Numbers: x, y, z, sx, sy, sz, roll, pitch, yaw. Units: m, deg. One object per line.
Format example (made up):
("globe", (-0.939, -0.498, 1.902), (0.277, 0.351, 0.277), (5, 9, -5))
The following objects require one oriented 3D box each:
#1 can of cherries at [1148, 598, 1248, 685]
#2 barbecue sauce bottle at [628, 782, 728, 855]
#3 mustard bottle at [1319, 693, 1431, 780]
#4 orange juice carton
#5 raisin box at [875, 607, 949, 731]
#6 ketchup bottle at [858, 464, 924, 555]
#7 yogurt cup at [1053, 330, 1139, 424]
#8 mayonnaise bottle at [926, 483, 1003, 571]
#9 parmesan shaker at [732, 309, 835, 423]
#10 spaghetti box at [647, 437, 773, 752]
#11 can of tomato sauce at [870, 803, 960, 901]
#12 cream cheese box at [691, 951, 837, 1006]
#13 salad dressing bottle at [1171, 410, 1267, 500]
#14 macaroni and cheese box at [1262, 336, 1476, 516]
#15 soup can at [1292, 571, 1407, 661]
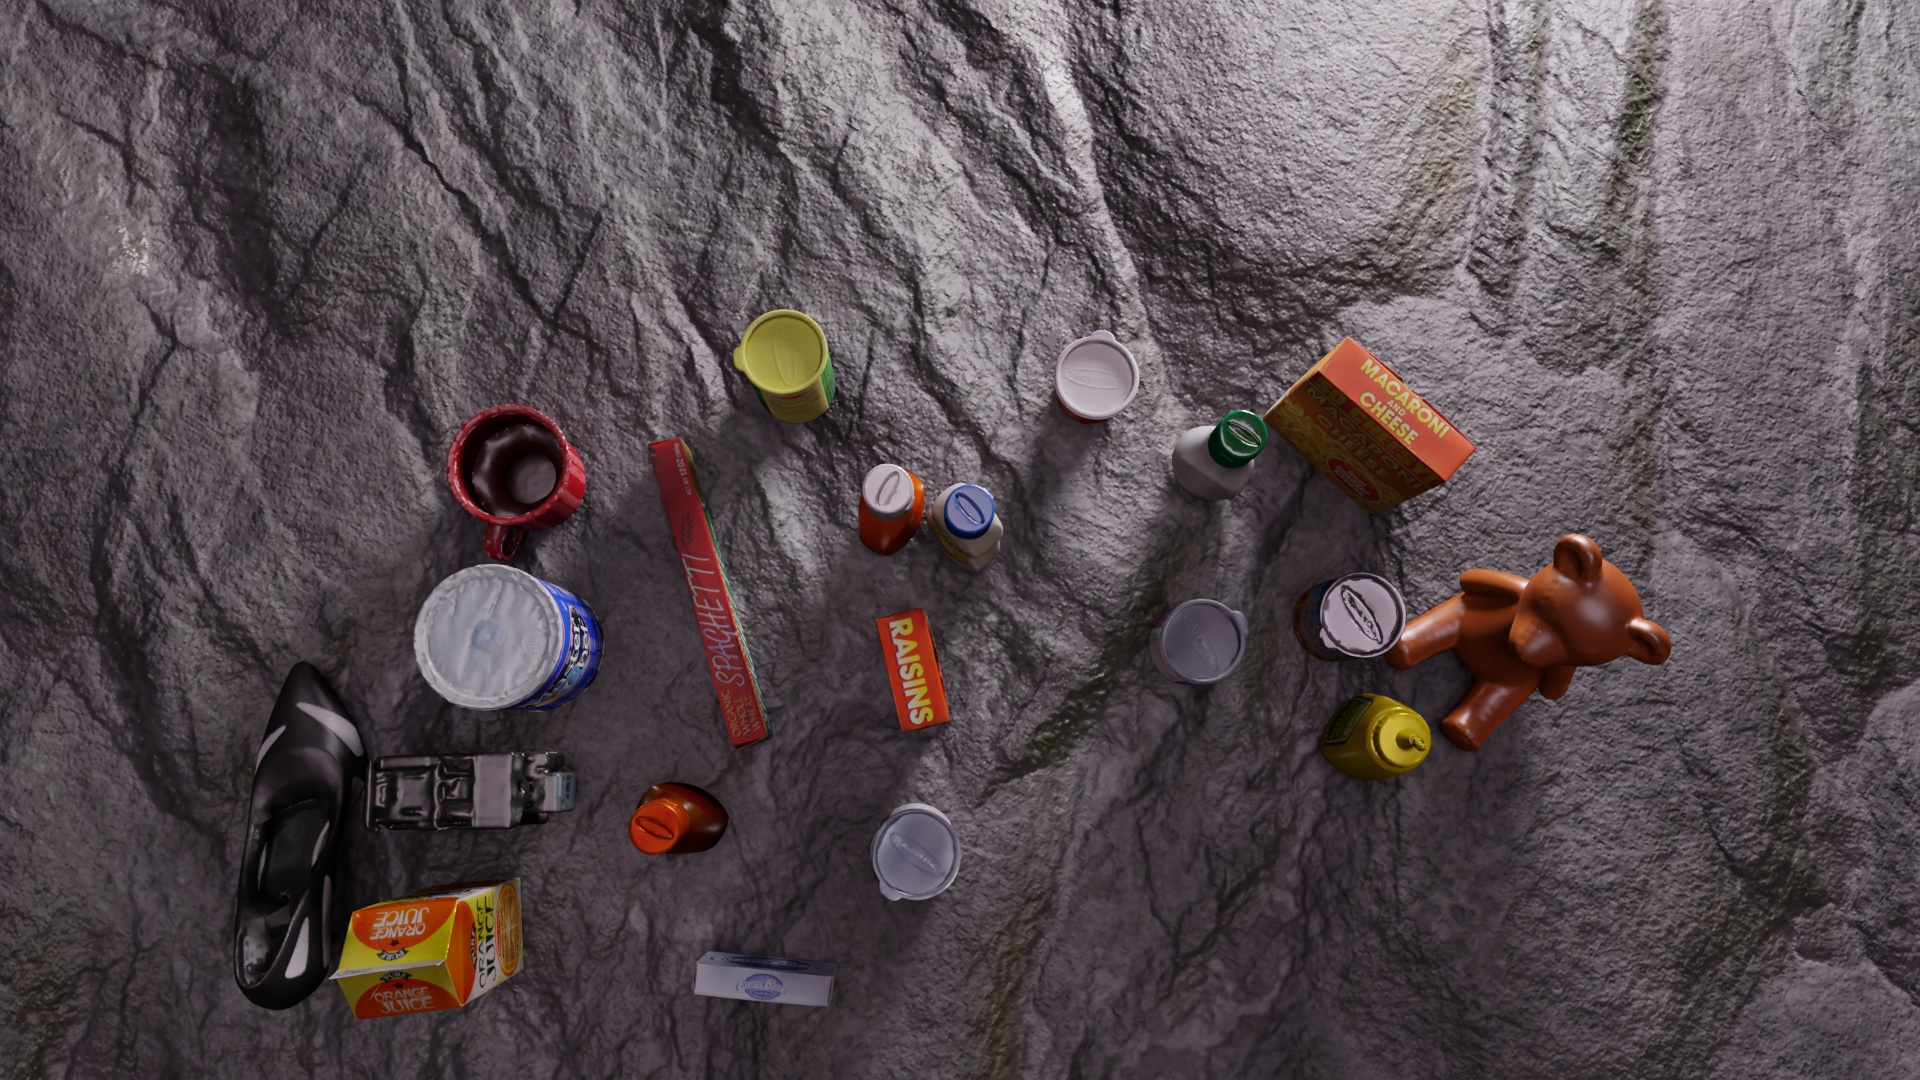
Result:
("can of cherries", (0.188, 0.080, 1.096), (0.071, 0.058, 0.071), (0, 82, -2))
("barbecue sauce bottle", (-0.211, 0.205, 1.019), (0.065, 0.148, 0.044), (27, 82, 2))
("mustard bottle", (0.317, 0.147, 1.040), (0.049, 0.160, 0.065), (35, 83, 3))
("orange juice carton", (-0.371, 0.287, 0.980), (0.072, 0.192, 0.073), (-5, 83, -2))
("raisin box", (-0.036, 0.100, 1.053), (0.040, 0.123, 0.086), (-12, 83, -3))
("ketchup bottle", (-0.053, -0.027, 1.058), (0.043, 0.148, 0.065), (30, 82, 2))
("yogurt cup", (0.107, -0.126, 1.126), (0.072, 0.054, 0.072), (0, 82, -2))
("mayonnaise bottle", (0.004, -0.013, 1.059), (0.041, 0.148, 0.065), (-41, 85, -6))
("parmesan shaker", (-0.137, -0.135, 1.094), (0.071, 0.103, 0.071), (0, 82, -2))
("spaghetti box", (-0.197, 0.042, 1.093), (0.029, 0.050, 0.250), (-17, 83, -4))
("can of tomato sauce", (-0.035, 0.237, 1.054), (0.071, 0.083, 0.071), (0, 82, -2))
("cream cheese box", (-0.147, 0.332, 1.051), (0.104, 0.053, 0.024), (6, 82, -1))
("salad dressing bottle", (0.202, -0.066, 1.073), (0.064, 0.147, 0.044), (35, 83, 3))
("macaroni and cheese box", (0.309, -0.085, 1.070), (0.124, 0.166, 0.040), (42, 83, 4))
("soup can", (0.301, 0.063, 1.090), (0.071, 0.083, 0.071), (0, 82, -2))
